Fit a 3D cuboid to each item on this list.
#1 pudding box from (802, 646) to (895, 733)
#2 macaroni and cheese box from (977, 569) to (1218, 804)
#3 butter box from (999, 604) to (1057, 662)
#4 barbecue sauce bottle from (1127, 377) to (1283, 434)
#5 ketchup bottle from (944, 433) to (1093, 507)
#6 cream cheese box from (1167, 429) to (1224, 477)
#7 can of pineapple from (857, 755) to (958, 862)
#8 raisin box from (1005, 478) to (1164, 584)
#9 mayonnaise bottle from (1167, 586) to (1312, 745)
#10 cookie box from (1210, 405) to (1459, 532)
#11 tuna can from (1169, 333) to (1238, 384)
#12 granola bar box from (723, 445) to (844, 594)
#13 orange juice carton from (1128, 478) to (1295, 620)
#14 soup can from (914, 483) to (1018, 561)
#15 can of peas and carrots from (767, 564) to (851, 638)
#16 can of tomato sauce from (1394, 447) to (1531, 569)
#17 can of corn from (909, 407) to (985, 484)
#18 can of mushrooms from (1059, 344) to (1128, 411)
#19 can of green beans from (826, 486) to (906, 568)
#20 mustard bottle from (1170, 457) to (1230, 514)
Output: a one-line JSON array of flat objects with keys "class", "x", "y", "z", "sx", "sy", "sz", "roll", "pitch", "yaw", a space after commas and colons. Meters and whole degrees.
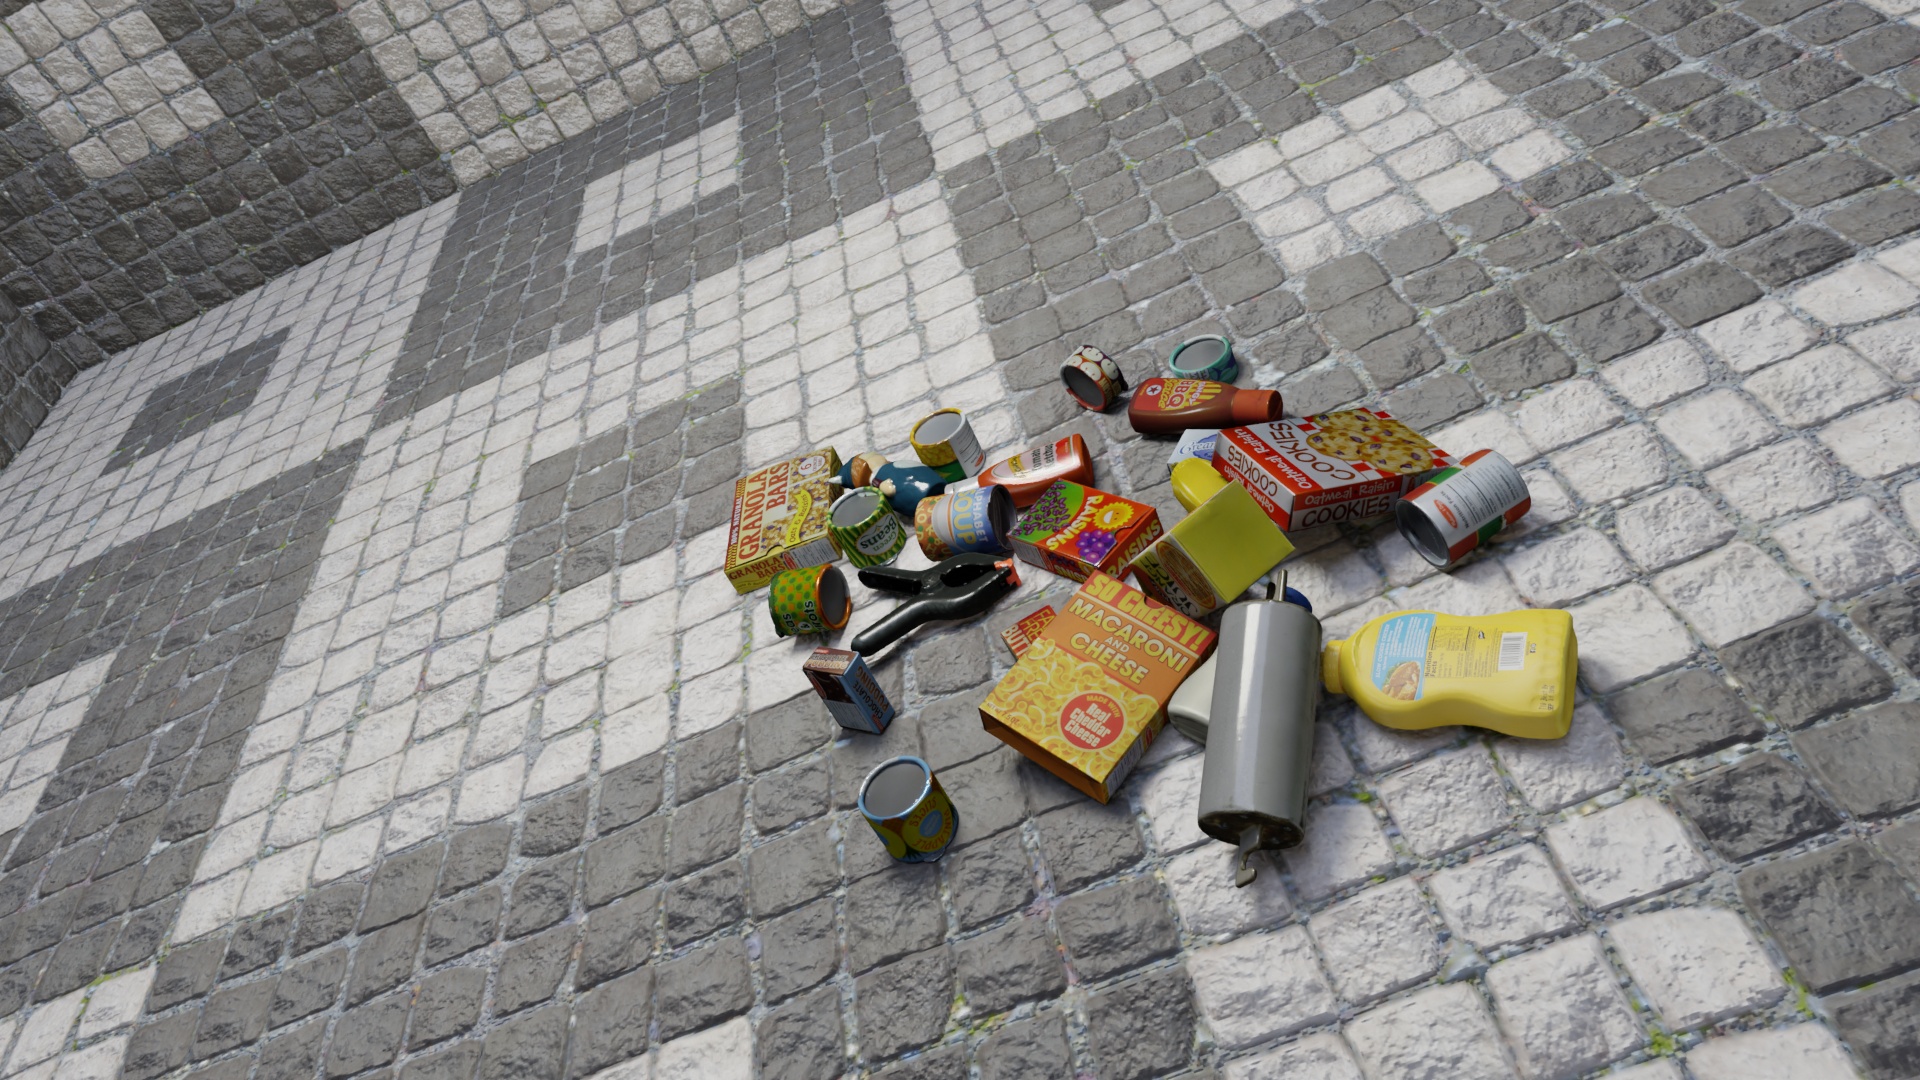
[{"class": "pudding box", "x": -0.099, "y": 0.134, "z": 1.238, "sx": 0.049, "sy": 0.083, "sz": 0.030, "roll": 4, "pitch": 47, "yaw": 37}, {"class": "macaroni and cheese box", "x": 0.115, "y": 0.115, "z": 1.133, "sx": 0.124, "sy": 0.040, "sz": 0.167, "roll": 28, "pitch": 62, "yaw": 28}, {"class": "butter box", "x": 0.078, "y": 0.102, "z": 1.213, "sx": 0.053, "sy": 0.024, "sz": 0.104, "roll": -30, "pitch": 36, "yaw": -4}, {"class": "barbecue sauce bottle", "x": 0.243, "y": -0.132, "z": 1.373, "sx": 0.148, "sy": 0.043, "sz": 0.065, "roll": 6, "pitch": 47, "yaw": 37}, {"class": "ketchup bottle", "x": 0.059, "y": -0.060, "z": 1.405, "sx": 0.148, "sy": 0.043, "sz": 0.065, "roll": -18, "pitch": 38, "yaw": 15}, {"class": "cream cheese box", "x": 0.254, "y": -0.081, "z": 1.321, "sx": 0.104, "sy": 0.024, "sz": 0.054, "roll": 3, "pitch": 45, "yaw": 35}, {"class": "can of pineapple", "x": -0.041, "y": 0.217, "z": 1.122, "sx": 0.071, "sy": 0.057, "sz": 0.071, "roll": -17, "pitch": 38, "yaw": 14}, {"class": "raisin box", "x": 0.117, "y": -0.007, "z": 1.307, "sx": 0.123, "sy": 0.040, "sz": 0.086, "roll": 21, "pitch": 57, "yaw": 45}, {"class": "mayonnaise bottle", "x": 0.229, "y": 0.099, "z": 1.107, "sx": 0.065, "sy": 0.041, "sz": 0.149, "roll": 20, "pitch": 56, "yaw": 38}, {"class": "cookie box", "x": 0.320, "y": -0.063, "z": 1.192, "sx": 0.168, "sy": 0.040, "sz": 0.123, "roll": -10, "pitch": 32, "yaw": -19}, {"class": "tuna can", "x": 0.250, "y": -0.180, "z": 1.435, "sx": 0.071, "sy": 0.032, "sz": 0.071, "roll": -18, "pitch": 37, "yaw": 14}, {"class": "granola bar box", "x": -0.192, "y": -0.026, "z": 1.528, "sx": 0.124, "sy": 0.039, "sz": 0.166, "roll": -20, "pitch": 37, "yaw": 12}, {"class": "orange juice carton", "x": 0.199, "y": 0.017, "z": 1.148, "sx": 0.072, "sy": 0.073, "sz": 0.192, "roll": -38, "pitch": -5, "yaw": -11}, {"class": "soup can", "x": 0.005, "y": -0.017, "z": 1.364, "sx": 0.083, "sy": 0.071, "sz": 0.072, "roll": -10, "pitch": 40, "yaw": 24}, {"class": "can of peas and carrots", "x": -0.149, "y": 0.061, "z": 1.374, "sx": 0.058, "sy": 0.070, "sz": 0.071, "roll": -9, "pitch": 40, "yaw": 23}, {"class": "can of tomato sauce", "x": 0.406, "y": -0.026, "z": 1.125, "sx": 0.083, "sy": 0.071, "sz": 0.071, "roll": -32, "pitch": 36, "yaw": -6}, {"class": "can of corn", "x": -0.016, "y": -0.100, "z": 1.488, "sx": 0.071, "sy": 0.058, "sz": 0.071, "roll": -17, "pitch": 37, "yaw": 14}, {"class": "can of mushrooms", "x": 0.140, "y": -0.170, "z": 1.468, "sx": 0.033, "sy": 0.070, "sz": 0.071, "roll": -45, "pitch": 39, "yaw": -21}, {"class": "can of green beans", "x": -0.097, "y": -0.014, "z": 1.437, "sx": 0.071, "sy": 0.057, "sz": 0.071, "roll": -18, "pitch": 38, "yaw": 14}, {"class": "mustard bottle", "x": 0.227, "y": -0.038, "z": 1.253, "sx": 0.049, "sy": 0.065, "sz": 0.161, "roll": -32, "pitch": 35, "yaw": 0}]
